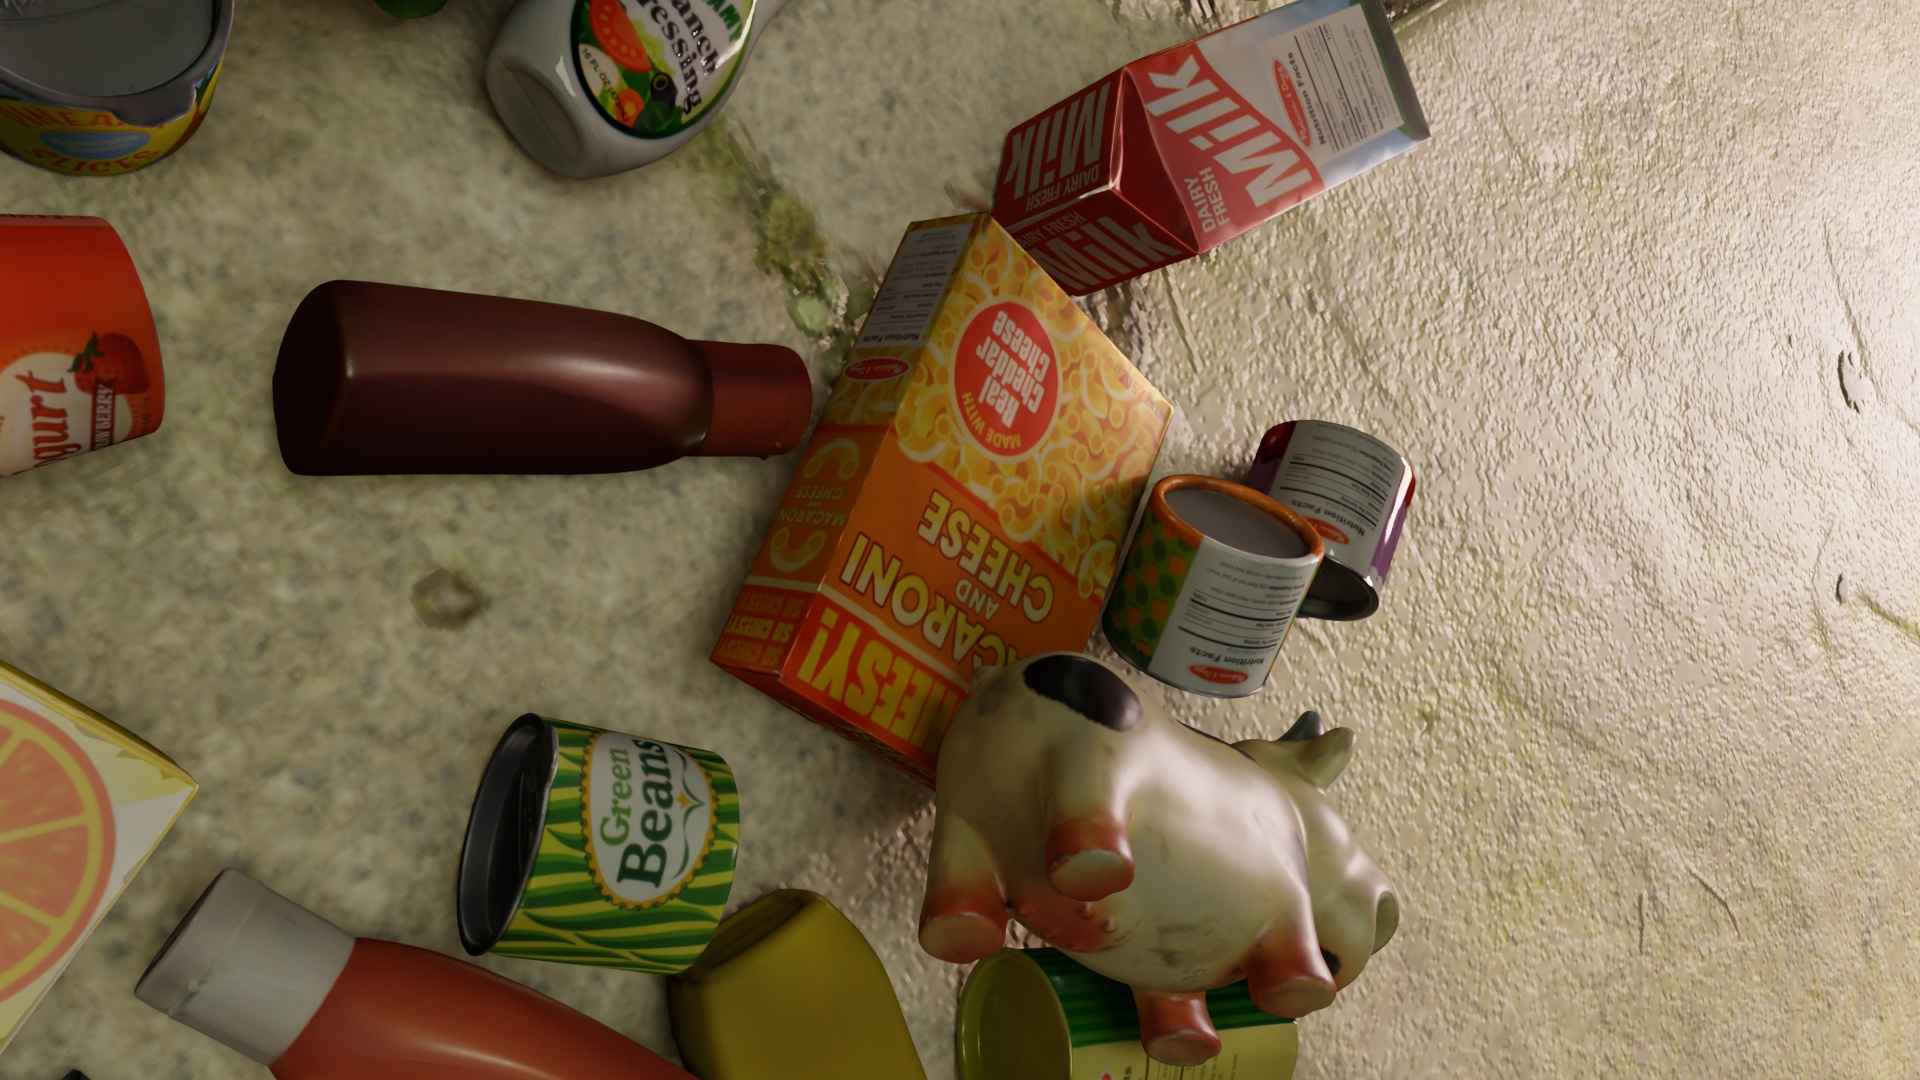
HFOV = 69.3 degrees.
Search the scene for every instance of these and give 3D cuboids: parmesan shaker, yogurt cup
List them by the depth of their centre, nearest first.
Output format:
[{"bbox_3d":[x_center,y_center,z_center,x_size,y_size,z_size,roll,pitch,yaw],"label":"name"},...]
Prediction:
[{"bbox_3d":[-0.227,-0.047,0.330,0.054,0.072,0.072,-19,96,-41],"label":"yogurt cup"},{"bbox_3d":[0.058,0.177,0.492,0.103,0.071,0.071,7,82,-33],"label":"parmesan shaker"}]

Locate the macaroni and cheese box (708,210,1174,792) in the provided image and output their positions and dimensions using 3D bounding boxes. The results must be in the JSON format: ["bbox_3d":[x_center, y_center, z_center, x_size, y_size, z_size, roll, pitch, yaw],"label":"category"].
[{"bbox_3d":[0.002,-0.006,0.473,0.123,0.040,0.167,38,66,-40],"label":"macaroni and cheese box"}]

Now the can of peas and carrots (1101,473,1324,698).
[{"bbox_3d":[0.091,0.014,0.512,0.071,0.071,0.058,-1,122,-33],"label":"can of peas and carrots"}]

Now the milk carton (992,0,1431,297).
[{"bbox_3d":[0.090,-0.152,0.540,0.191,0.072,0.073,-31,102,-32],"label":"milk carton"}]

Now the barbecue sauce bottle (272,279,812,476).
[{"bbox_3d":[-0.114,-0.043,0.405,0.149,0.064,0.044,-2,69,-41],"label":"barbecue sauce bottle"}]

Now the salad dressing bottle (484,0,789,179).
[{"bbox_3d":[-0.083,-0.175,0.445,0.148,0.044,0.064,-51,127,-28],"label":"salad dressing bottle"}]

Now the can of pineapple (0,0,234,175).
[{"bbox_3d":[-0.220,-0.128,0.345,0.071,0.058,0.071,3,84,-32],"label":"can of pineapple"}]

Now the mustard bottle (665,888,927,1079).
[{"bbox_3d":[-0.037,0.191,0.437,0.065,0.048,0.160,-27,101,-31],"label":"mustard bottle"}]

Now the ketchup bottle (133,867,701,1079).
[{"bbox_3d":[-0.141,0.141,0.372,0.148,0.044,0.064,38,108,-19],"label":"ketchup bottle"}]

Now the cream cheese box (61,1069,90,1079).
[{"bbox_3d":[-0.204,0.187,0.345,0.053,0.024,0.103,-47,110,-26],"label":"cream cheese box"}]

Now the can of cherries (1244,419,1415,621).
[{"bbox_3d":[0.144,-0.007,0.566,0.071,0.071,0.058,34,68,-26],"label":"can of cherries"}]

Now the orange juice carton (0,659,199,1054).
[{"bbox_3d":[-0.255,0.114,0.290,0.073,0.071,0.193,39,66,-23],"label":"orange juice carton"}]

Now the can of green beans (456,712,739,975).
[{"bbox_3d":[-0.103,0.087,0.394,0.058,0.071,0.071,18,76,-31],"label":"can of green beans"}]
